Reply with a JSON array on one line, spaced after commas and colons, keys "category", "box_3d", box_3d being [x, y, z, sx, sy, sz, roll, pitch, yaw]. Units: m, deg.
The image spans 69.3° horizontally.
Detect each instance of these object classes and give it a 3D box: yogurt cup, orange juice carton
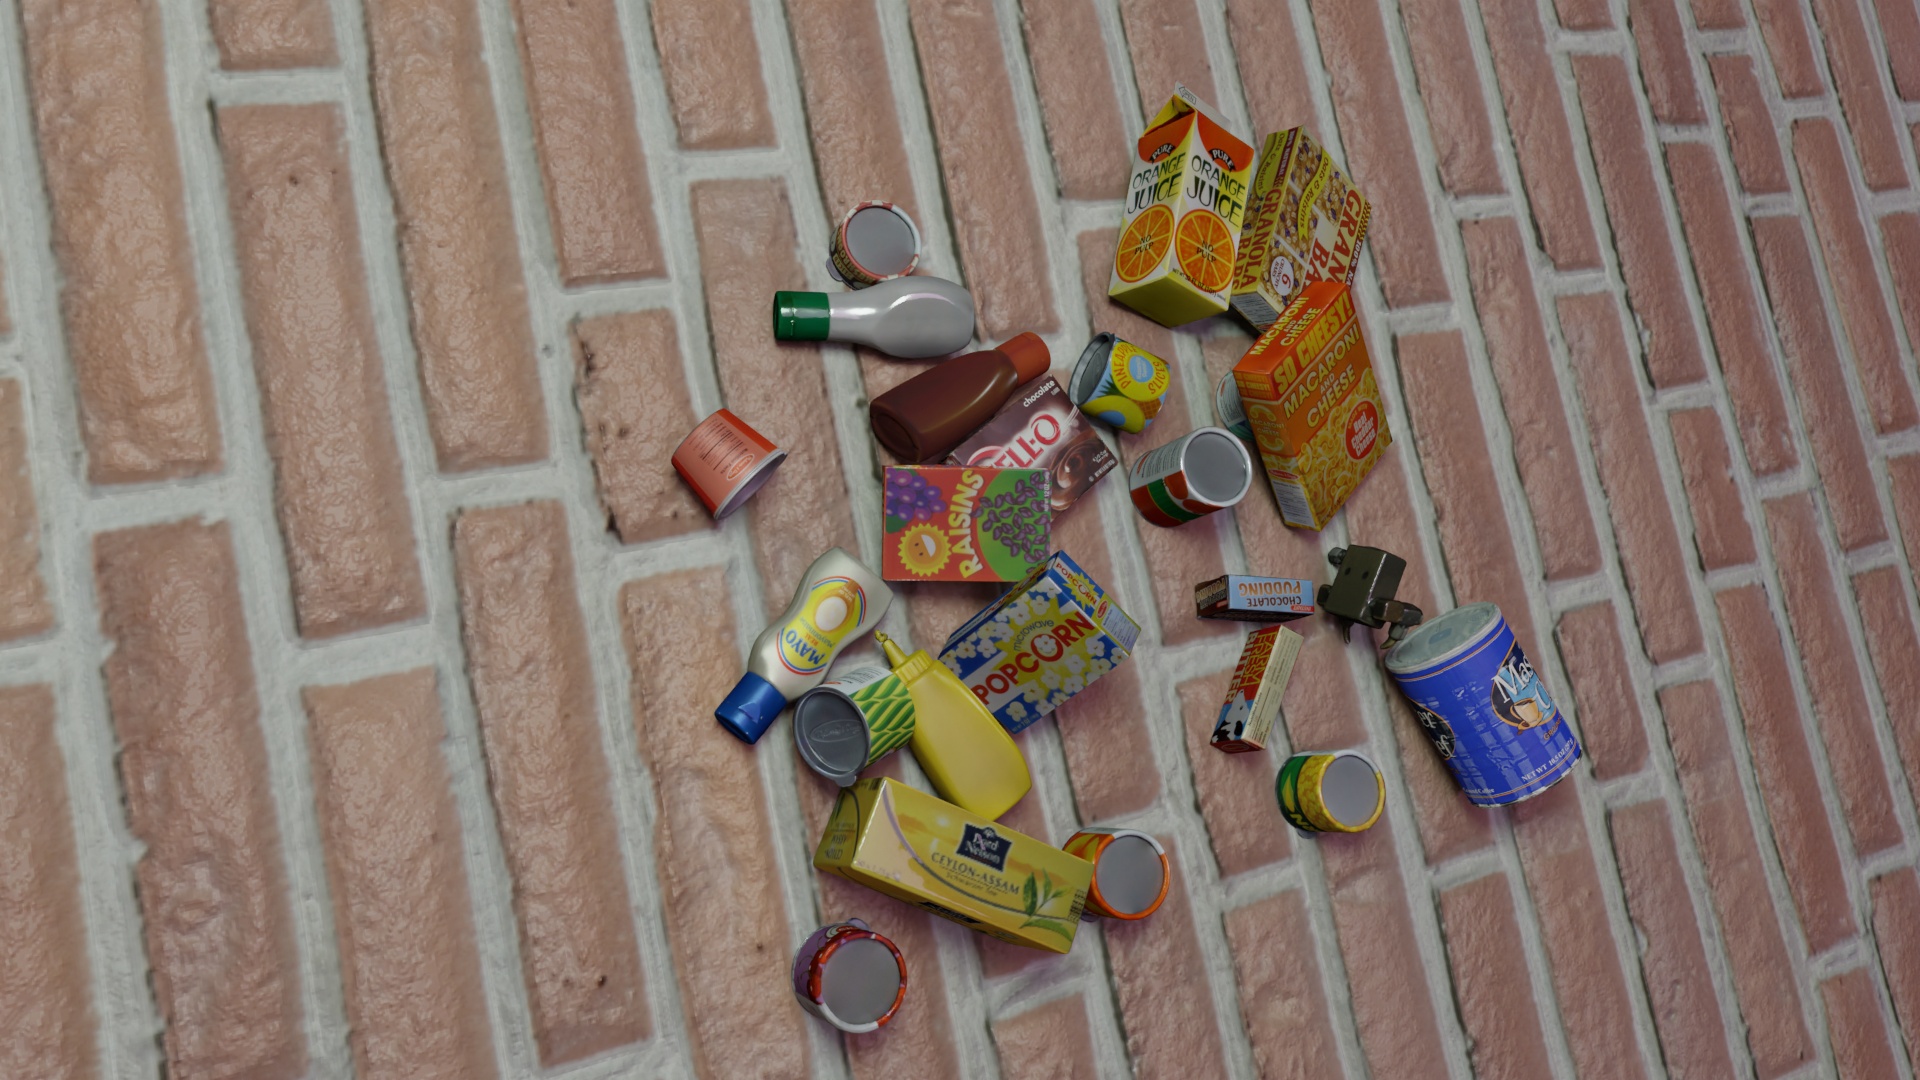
[{"category": "yogurt cup", "box_3d": [-0.166, -0.056, 0.978, 0.054, 0.072, 0.072, 44, 67, 0]}, {"category": "orange juice carton", "box_3d": [0.187, -0.282, 1.153, 0.072, 0.073, 0.193, 22, 72, -31]}]

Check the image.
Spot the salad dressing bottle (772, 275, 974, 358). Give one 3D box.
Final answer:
[{"category": "salad dressing bottle", "box_3d": [-0.066, -0.168, 1.045, 0.148, 0.064, 0.044, -2, 41, -16]}]

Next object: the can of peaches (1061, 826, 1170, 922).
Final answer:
[{"category": "can of peaches", "box_3d": [0.114, 0.249, 1.032, 0.071, 0.058, 0.071, 5, 78, -22]}]

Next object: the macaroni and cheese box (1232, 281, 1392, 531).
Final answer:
[{"category": "macaroni and cheese box", "box_3d": [0.292, -0.110, 1.144, 0.124, 0.040, 0.165, -46, 128, -25]}]

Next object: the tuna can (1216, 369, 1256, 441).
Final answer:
[{"category": "tuna can", "box_3d": [0.256, -0.119, 1.177, 0.071, 0.032, 0.071, 4, 78, -21]}]

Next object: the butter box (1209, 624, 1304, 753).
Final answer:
[{"category": "butter box", "box_3d": [0.237, 0.119, 1.111, 0.024, 0.053, 0.104, 29, 70, -12]}]

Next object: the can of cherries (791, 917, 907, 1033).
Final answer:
[{"category": "can of cherries", "box_3d": [-0.075, 0.295, 0.947, 0.071, 0.058, 0.071, 4, 79, -21]}]

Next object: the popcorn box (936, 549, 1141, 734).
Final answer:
[{"category": "popcorn box", "box_3d": [0.055, 0.076, 1.008, 0.085, 0.126, 0.038, 45, 35, -8]}]

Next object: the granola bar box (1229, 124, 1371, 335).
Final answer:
[{"category": "granola bar box", "box_3d": [0.290, -0.249, 1.191, 0.124, 0.039, 0.166, 33, 68, -38]}]

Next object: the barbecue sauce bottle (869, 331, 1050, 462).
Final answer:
[{"category": "barbecue sauce bottle", "box_3d": [0.005, -0.115, 1.063, 0.149, 0.043, 0.065, -33, 50, -29]}]

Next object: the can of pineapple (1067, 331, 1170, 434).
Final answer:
[{"category": "can of pineapple", "box_3d": [0.127, -0.126, 1.106, 0.058, 0.071, 0.071, 22, 72, -18]}]

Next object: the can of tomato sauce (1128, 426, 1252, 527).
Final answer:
[{"category": "can of tomato sauce", "box_3d": [0.184, -0.049, 1.107, 0.071, 0.083, 0.071, 4, 78, -21]}]

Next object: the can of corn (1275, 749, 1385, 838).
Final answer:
[{"category": "can of corn", "box_3d": [0.297, 0.204, 1.116, 0.071, 0.058, 0.071, 4, 78, -21]}]

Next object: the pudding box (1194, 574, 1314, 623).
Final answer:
[{"category": "pudding box", "box_3d": [0.238, 0.048, 1.128, 0.084, 0.049, 0.030, 5, 76, -22]}]

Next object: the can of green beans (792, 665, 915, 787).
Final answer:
[{"category": "can of green beans", "box_3d": [-0.073, 0.126, 0.967, 0.058, 0.071, 0.071, -19, 87, -57]}]

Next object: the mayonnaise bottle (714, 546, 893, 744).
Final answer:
[{"category": "mayonnaise bottle", "box_3d": [-0.113, 0.077, 0.984, 0.065, 0.041, 0.149, 41, 67, -8]}]

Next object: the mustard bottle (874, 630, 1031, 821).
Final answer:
[{"category": "mustard bottle", "box_3d": [-0.014, 0.129, 1.010, 0.065, 0.048, 0.160, -36, 93, -19]}]

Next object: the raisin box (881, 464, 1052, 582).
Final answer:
[{"category": "raisin box", "box_3d": [0.004, -0.013, 1.024, 0.123, 0.040, 0.086, 1, 94, -5]}]

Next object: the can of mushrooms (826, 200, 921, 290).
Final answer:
[{"category": "can of mushrooms", "box_3d": [-0.067, -0.224, 1.067, 0.071, 0.033, 0.071, 4, 79, -22]}]
